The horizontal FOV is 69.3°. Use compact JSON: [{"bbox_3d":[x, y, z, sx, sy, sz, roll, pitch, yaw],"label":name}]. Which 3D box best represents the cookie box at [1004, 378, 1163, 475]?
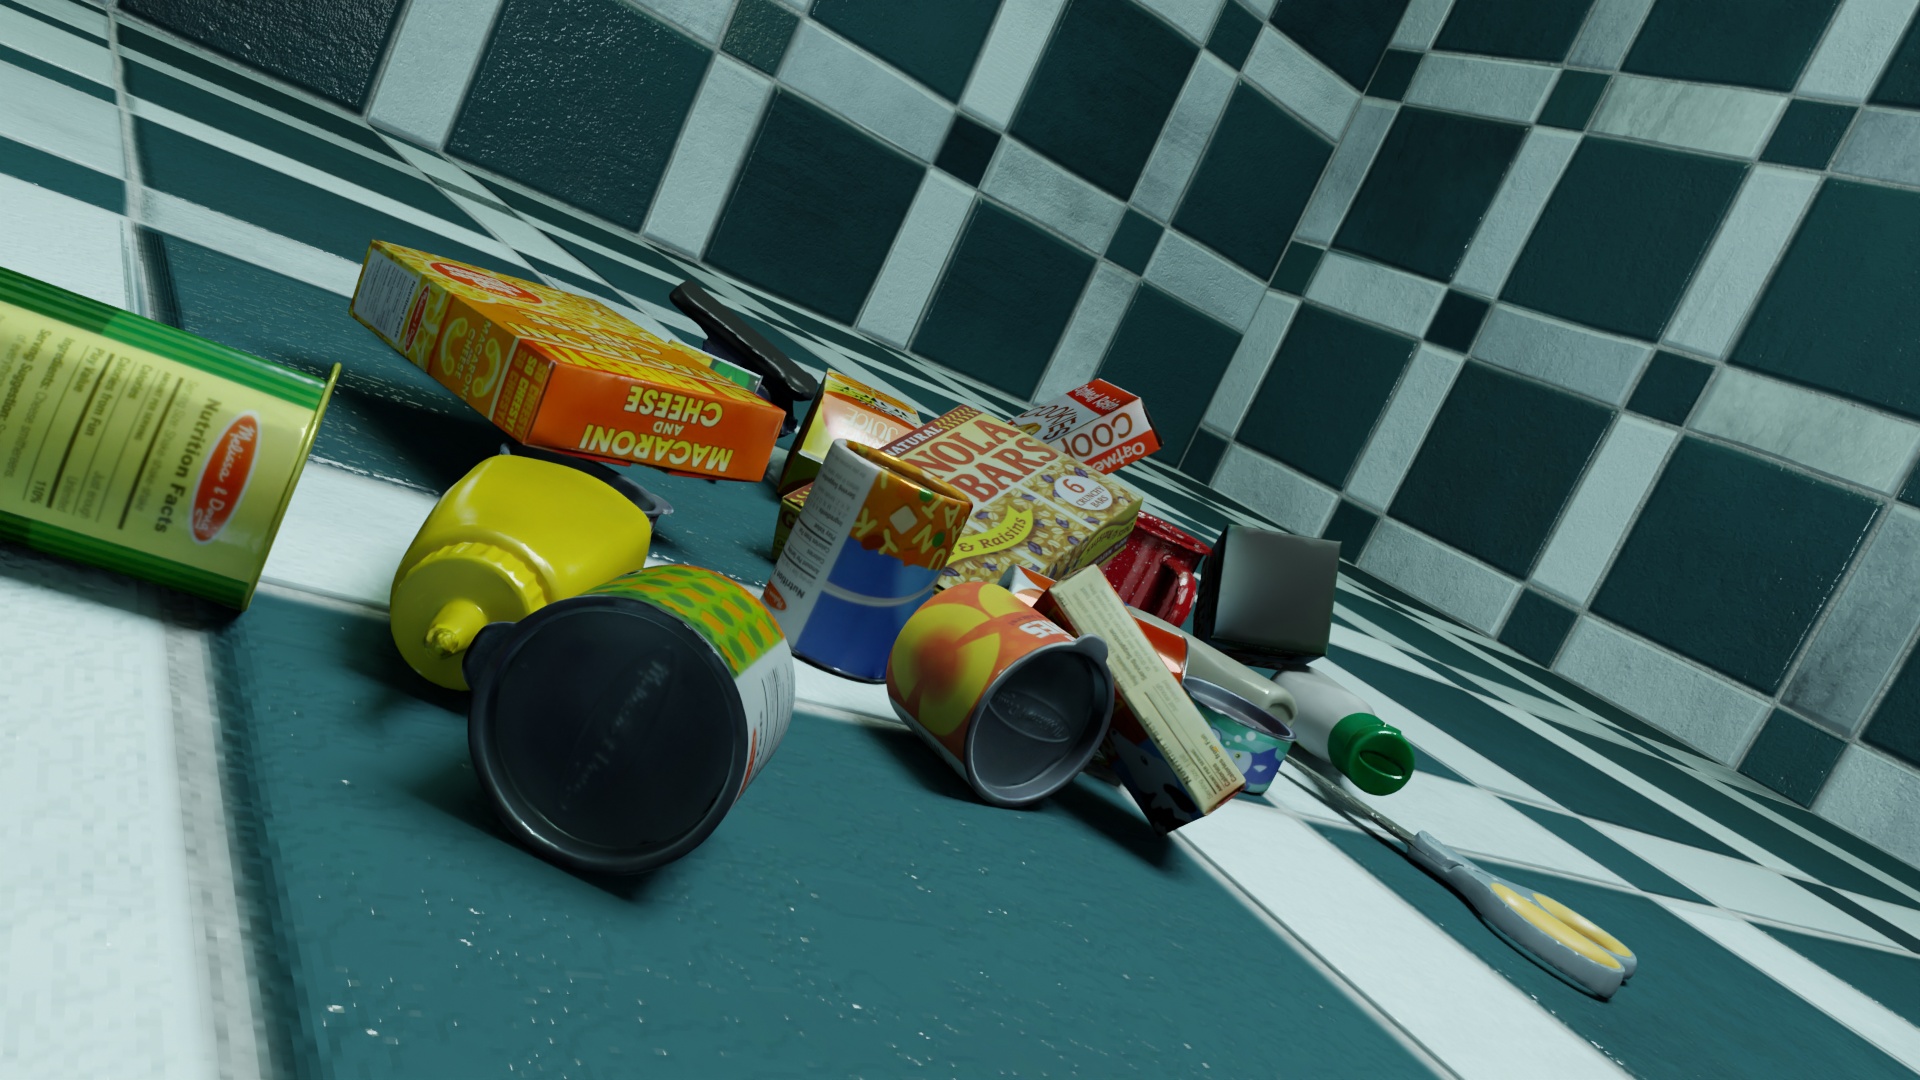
[{"bbox_3d":[0.041,-0.052,0.939,0.123,0.167,0.040,-120,-175,-75],"label":"cookie box"}]

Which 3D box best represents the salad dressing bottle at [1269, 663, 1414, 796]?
[{"bbox_3d":[0.217,0.108,0.803,0.064,0.044,0.148,26,5,-6],"label":"salad dressing bottle"}]

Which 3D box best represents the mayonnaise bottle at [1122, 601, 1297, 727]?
[{"bbox_3d":[0.118,0.070,0.797,0.148,0.041,0.064,30,-1,34],"label":"mayonnaise bottle"}]

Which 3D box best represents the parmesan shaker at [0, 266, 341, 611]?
[{"bbox_3d":[-0.223,-0.031,0.354,0.103,0.071,0.071,21,10,-24],"label":"parmesan shaker"}]

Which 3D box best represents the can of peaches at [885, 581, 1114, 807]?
[{"bbox_3d":[0.015,0.054,0.516,0.071,0.071,0.058,18,10,-40],"label":"can of peaches"}]

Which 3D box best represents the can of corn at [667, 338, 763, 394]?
[{"bbox_3d":[-0.157,-0.076,0.819,0.058,0.071,0.071,23,9,-10],"label":"can of corn"}]

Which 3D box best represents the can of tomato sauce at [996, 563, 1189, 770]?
[{"bbox_3d":[0.047,0.057,0.604,0.083,0.071,0.071,24,9,-5],"label":"can of tomato sauce"}]

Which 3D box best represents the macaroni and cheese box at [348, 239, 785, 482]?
[{"bbox_3d":[-0.178,-0.079,0.625,0.167,0.040,0.124,32,15,38],"label":"macaroni and cheese box"}]

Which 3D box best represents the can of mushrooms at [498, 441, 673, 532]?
[{"bbox_3d":[-0.152,-0.010,0.547,0.071,0.033,0.071,24,8,-4],"label":"can of mushrooms"}]

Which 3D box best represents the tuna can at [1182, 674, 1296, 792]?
[{"bbox_3d":[0.131,0.097,0.701,0.071,0.032,0.071,25,9,-4],"label":"tuna can"}]

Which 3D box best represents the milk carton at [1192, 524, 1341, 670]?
[{"bbox_3d":[0.198,0.045,0.928,0.072,0.073,0.190,9,-9,7],"label":"milk carton"}]

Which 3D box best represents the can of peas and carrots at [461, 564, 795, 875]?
[{"bbox_3d":[-0.081,0.040,0.346,0.071,0.071,0.059,26,8,2],"label":"can of peas and carrots"}]

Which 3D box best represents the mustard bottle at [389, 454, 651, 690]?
[{"bbox_3d":[-0.136,0.012,0.417,0.065,0.048,0.160,24,10,-7],"label":"mustard bottle"}]

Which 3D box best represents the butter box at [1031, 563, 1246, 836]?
[{"bbox_3d":[0.064,0.062,0.540,0.103,0.024,0.053,56,-22,12],"label":"butter box"}]

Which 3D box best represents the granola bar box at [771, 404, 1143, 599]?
[{"bbox_3d":[0.003,-0.009,0.729,0.124,0.038,0.166,29,35,22],"label":"granola bar box"}]

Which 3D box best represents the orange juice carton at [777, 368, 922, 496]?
[{"bbox_3d":[-0.071,-0.058,0.914,0.072,0.073,0.193,24,9,-9],"label":"orange juice carton"}]

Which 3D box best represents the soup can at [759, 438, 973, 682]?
[{"bbox_3d":[-0.039,0.008,0.587,0.071,0.083,0.071,25,8,-4],"label":"soup can"}]
